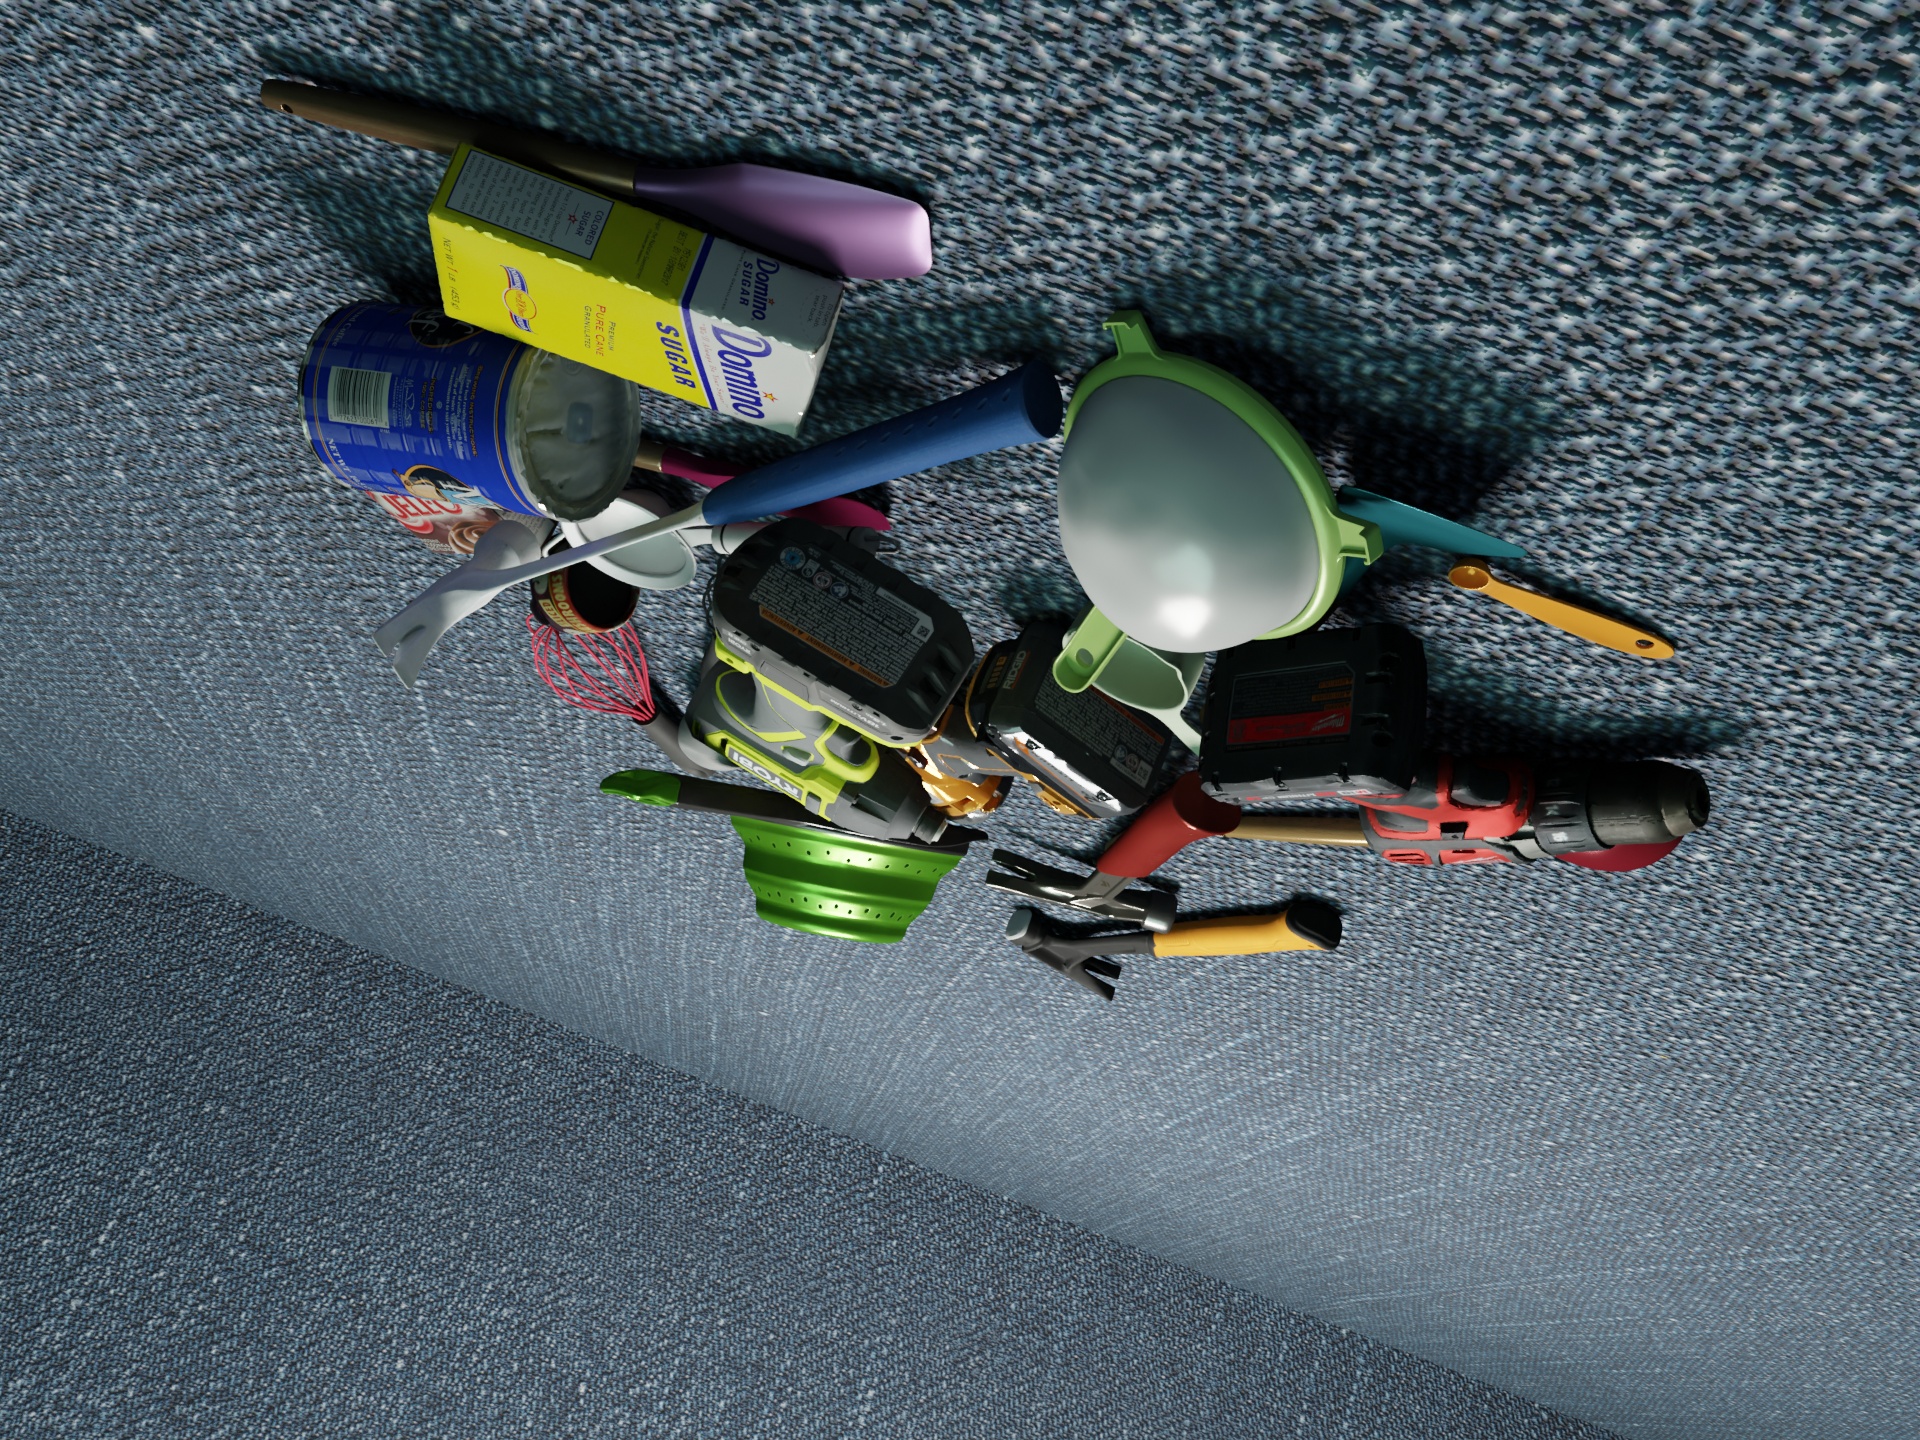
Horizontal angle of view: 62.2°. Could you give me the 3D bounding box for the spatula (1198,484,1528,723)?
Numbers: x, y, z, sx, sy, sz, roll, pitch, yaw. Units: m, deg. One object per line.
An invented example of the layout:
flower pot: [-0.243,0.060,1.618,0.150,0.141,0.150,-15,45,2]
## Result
spatula: [0.174,-0.047,0.802,0.082,0.044,0.317,19,157,-4]

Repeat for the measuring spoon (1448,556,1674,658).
measuring spoon: [0.283,-0.053,0.746,0.117,0.011,0.021,20,156,-7]

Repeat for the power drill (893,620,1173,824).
power drill: [-0.002,-0.003,0.999,0.185,0.084,0.226,36,157,-27]

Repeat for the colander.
colander: [-0.121,0.097,1.085,0.204,0.094,0.396,9,176,25]

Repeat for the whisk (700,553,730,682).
whisk: [-0.149,-0.055,1.046,0.055,0.055,0.239,24,161,-7]

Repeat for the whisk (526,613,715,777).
whisk: [-0.245,-0.014,1.200,0.073,0.073,0.295,12,161,18]

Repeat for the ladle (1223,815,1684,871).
ladle: [0.283,0.069,0.986,0.315,0.031,0.069,-1,148,44]

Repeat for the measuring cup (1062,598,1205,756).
measuring cup: [0.127,-0.015,0.895,0.167,0.038,0.083,41,157,-30]

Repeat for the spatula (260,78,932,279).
spatula: [-0.162,-0.240,0.693,0.316,0.018,0.059,16,156,9]

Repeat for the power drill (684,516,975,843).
power drill: [-0.070,-0.008,0.902,0.171,0.080,0.223,31,156,4]

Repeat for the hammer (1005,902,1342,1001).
hammer: [0.181,0.183,1.298,0.127,0.034,0.337,33,153,-25]

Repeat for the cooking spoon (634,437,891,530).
cooking spoon: [-0.189,-0.154,0.896,0.319,0.017,0.068,16,172,11]

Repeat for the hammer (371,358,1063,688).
hammer: [-0.134,-0.102,0.808,0.405,0.144,0.035,-12,118,31]

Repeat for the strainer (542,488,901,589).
strainer: [-0.138,-0.106,0.910,0.258,0.050,0.086,7,149,34]

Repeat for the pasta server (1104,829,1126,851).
pasta server: [0.159,0.050,1.047,0.060,0.040,0.316,25,160,-9]

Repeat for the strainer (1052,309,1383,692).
strainer: [0.075,-0.061,0.747,0.151,0.069,0.256,44,152,7]

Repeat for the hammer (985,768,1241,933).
hammer: [0.110,0.089,1.083,0.149,0.037,0.359,16,164,-1]

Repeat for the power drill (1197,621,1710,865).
power drill: [0.253,0.025,0.818,0.226,0.080,0.188,22,161,-39]
